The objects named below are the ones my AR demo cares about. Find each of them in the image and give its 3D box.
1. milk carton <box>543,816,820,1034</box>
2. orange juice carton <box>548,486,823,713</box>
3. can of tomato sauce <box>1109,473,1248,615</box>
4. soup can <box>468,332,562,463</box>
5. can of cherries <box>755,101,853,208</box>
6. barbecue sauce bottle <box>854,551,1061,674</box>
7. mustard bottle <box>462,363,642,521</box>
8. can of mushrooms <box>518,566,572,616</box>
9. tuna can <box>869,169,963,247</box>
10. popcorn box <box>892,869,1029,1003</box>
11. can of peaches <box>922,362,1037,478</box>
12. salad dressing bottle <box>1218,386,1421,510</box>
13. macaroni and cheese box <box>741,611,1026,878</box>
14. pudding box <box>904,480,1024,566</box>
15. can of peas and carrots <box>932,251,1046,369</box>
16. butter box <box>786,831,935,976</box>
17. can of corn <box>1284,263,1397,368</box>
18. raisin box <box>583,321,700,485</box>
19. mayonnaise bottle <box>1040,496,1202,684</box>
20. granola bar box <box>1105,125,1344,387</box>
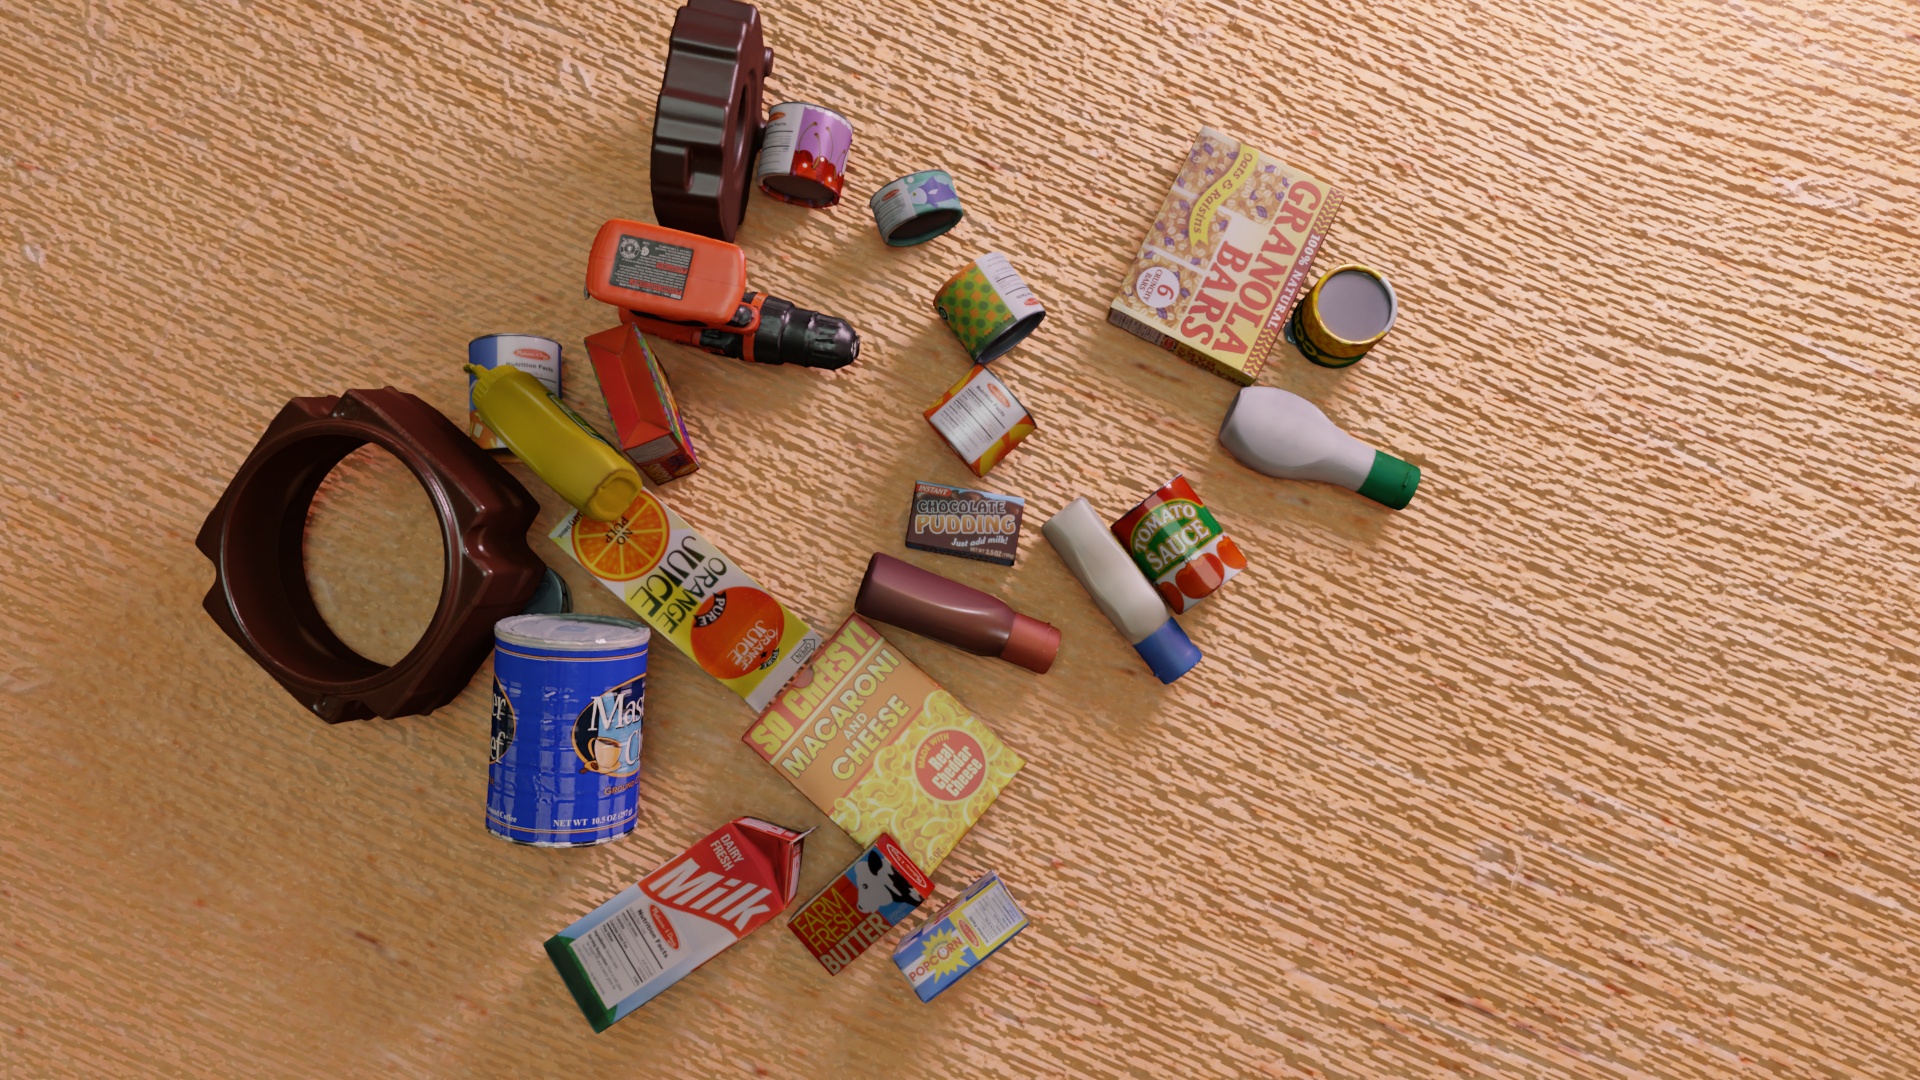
[{"bbox_3d":[-0.182,0.253,0.967,0.191,0.072,0.073,-33,83,-5],"label":"milk carton"},{"bbox_3d":[-0.194,0.037,1.000,0.193,0.073,0.072,40,82,4],"label":"orange juice carton"},{"bbox_3d":[0.160,0.003,1.017,0.071,0.071,0.083,-36,84,-6],"label":"can of tomato sauce"},{"bbox_3d":[-0.329,-0.103,1.025,0.071,0.071,0.084,-3,82,-2],"label":"soup can"},{"bbox_3d":[-0.117,-0.292,1.060,0.071,0.071,0.058,9,81,0],"label":"can of cherries"},{"bbox_3d":[-0.001,0.055,1.011,0.148,0.065,0.043,21,107,-6],"label":"barbecue sauce bottle"},{"bbox_3d":[-0.289,-0.078,0.954,0.160,0.065,0.049,40,86,16],"label":"mustard bottle"},{"bbox_3d":[-0.319,0.049,1.015,0.071,0.033,0.071,0,80,-2],"label":"can of mushrooms"},{"bbox_3d":[-0.031,-0.252,1.056,0.071,0.071,0.033,-19,83,-4],"label":"tuna can"},{"bbox_3d":[0.001,0.266,0.942,0.085,0.126,0.038,-37,81,-7],"label":"popcorn box"},{"bbox_3d":[0.014,-0.088,1.030,0.058,0.071,0.071,-43,85,-1],"label":"can of peaches"},{"bbox_3d":[0.270,-0.067,1.046,0.148,0.044,0.064,23,79,1],"label":"salad dressing bottle"},{"bbox_3d":[-0.055,0.151,1.002,0.166,0.040,0.124,41,82,4],"label":"macaroni and cheese box"},{"bbox_3d":[0.004,-0.013,1.035,0.084,0.030,0.050,10,80,0],"label":"pudding box"},{"bbox_3d":[0.020,-0.173,1.045,0.071,0.071,0.059,-35,83,-6],"label":"can of peas and carrots"},{"bbox_3d":[-0.070,0.254,0.970,0.053,0.024,0.103,46,113,4],"label":"butter box"},{"bbox_3d":[0.288,-0.170,1.054,0.071,0.058,0.071,0,81,-2],"label":"can of corn"},{"bbox_3d":[-0.226,-0.094,0.995,0.040,0.123,0.086,-21,82,-5],"label":"raisin box"},{"bbox_3d":[0.118,0.037,1.017,0.041,0.064,0.148,-38,88,-3],"label":"mayonnaise bottle"},{"bbox_3d":[0.203,-0.217,1.069,0.124,0.039,0.166,27,81,3],"label":"granola bar box"}]
